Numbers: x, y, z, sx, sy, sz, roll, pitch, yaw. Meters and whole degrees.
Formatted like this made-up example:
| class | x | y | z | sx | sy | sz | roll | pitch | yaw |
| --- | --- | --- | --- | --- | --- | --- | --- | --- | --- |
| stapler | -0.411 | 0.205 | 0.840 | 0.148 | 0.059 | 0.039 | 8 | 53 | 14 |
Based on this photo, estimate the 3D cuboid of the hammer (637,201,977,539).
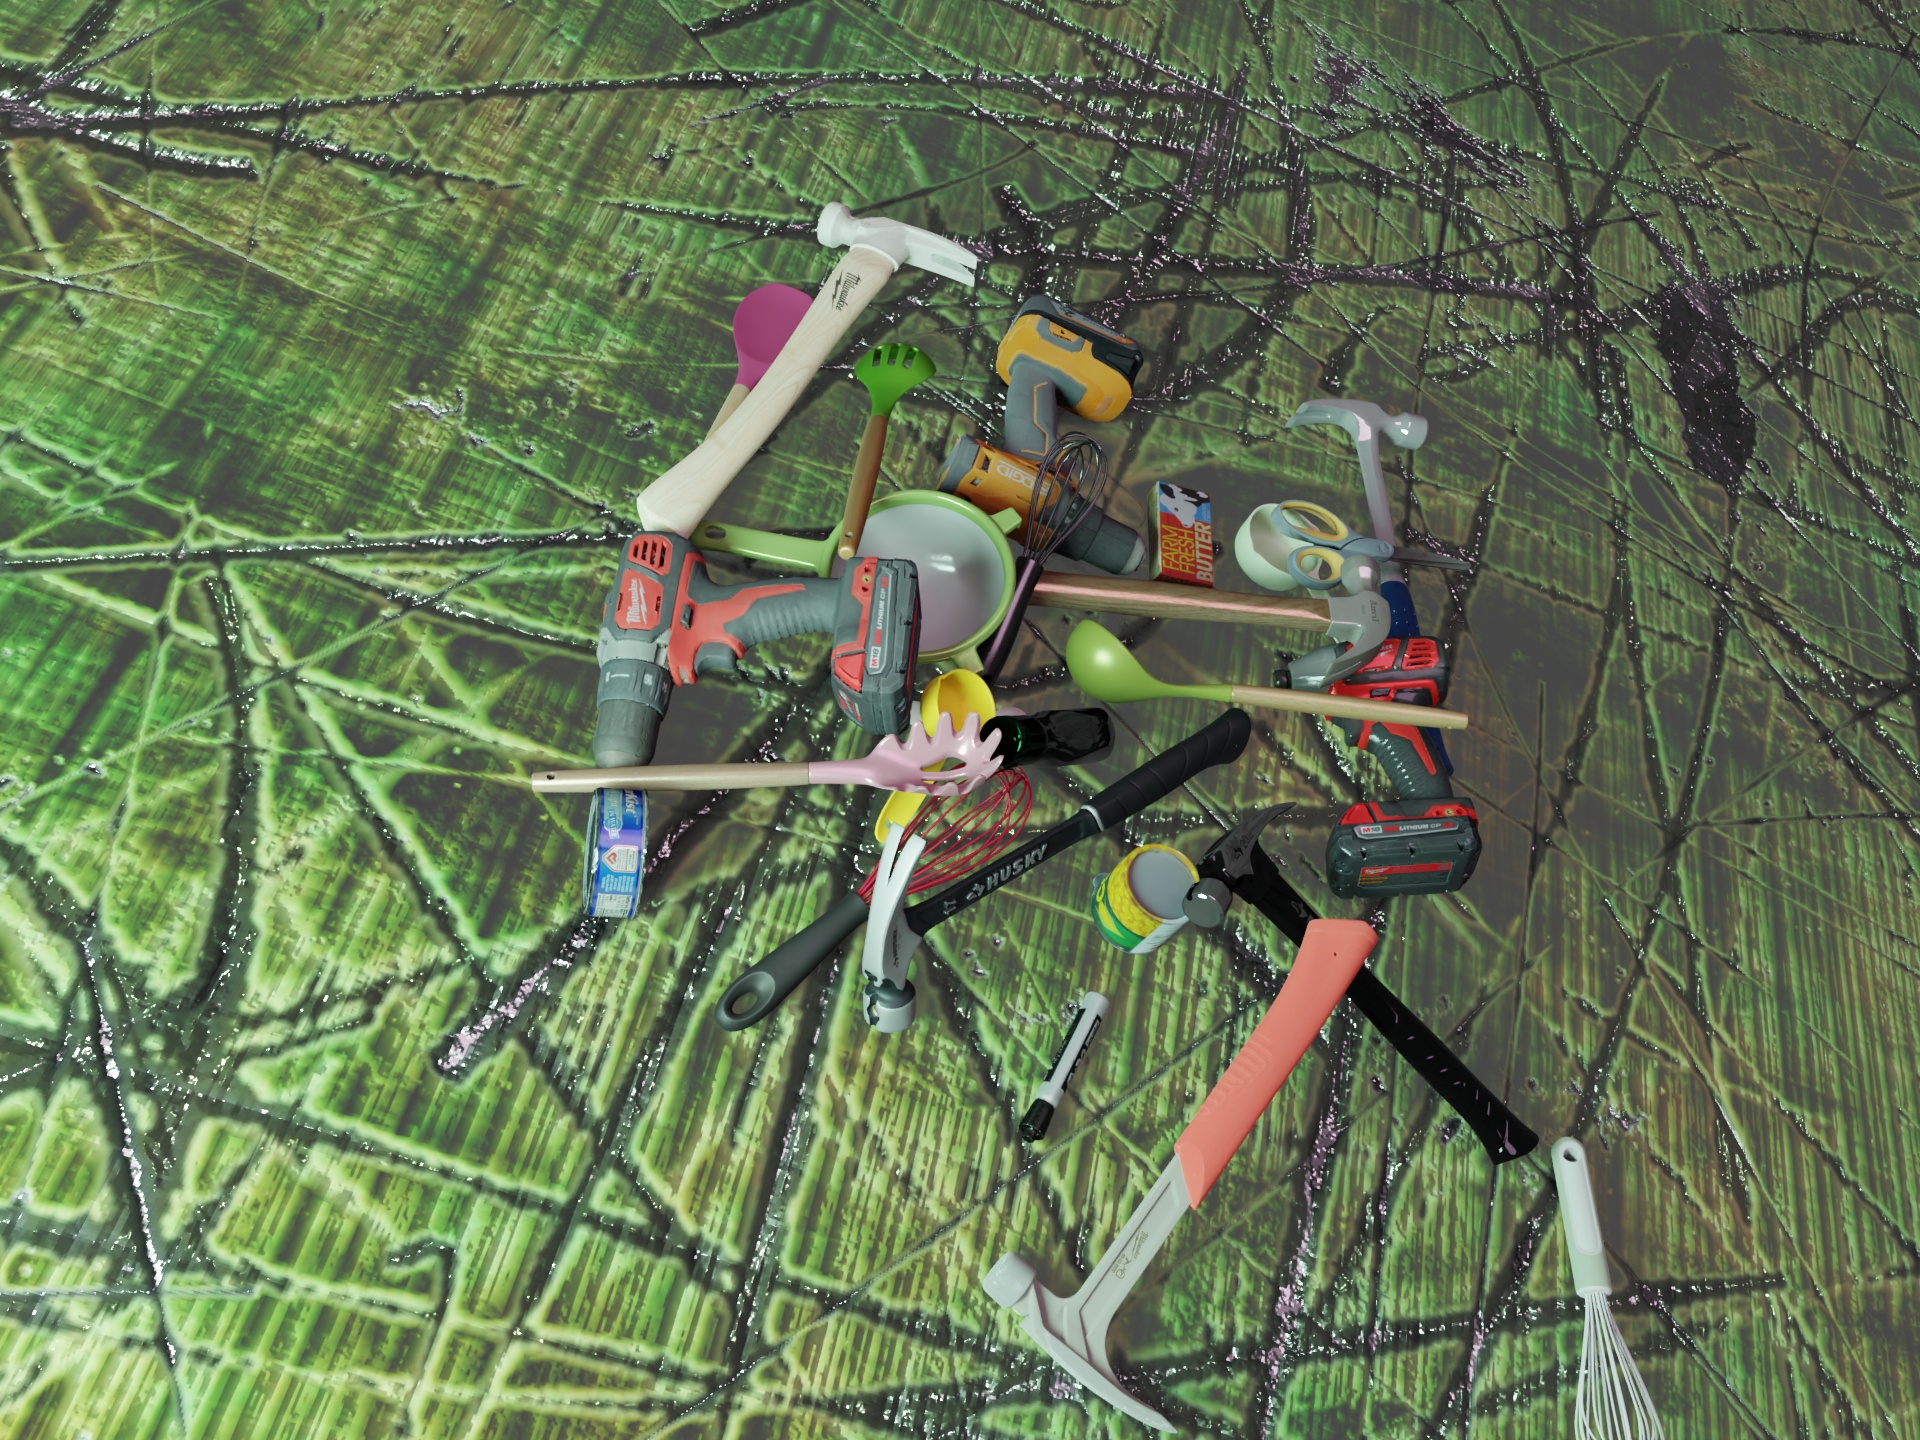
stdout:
| class | x | y | z | sx | sy | sz | roll | pitch | yaw |
| --- | --- | --- | --- | --- | --- | --- | --- | --- | --- |
| hammer | -0.129 | -0.281 | 1.291 | 0.146 | 0.038 | 0.411 | 22 | 55 | 11 |

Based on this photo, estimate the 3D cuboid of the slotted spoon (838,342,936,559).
| class | x | y | z | sx | sy | sz | roll | pitch | yaw |
| --- | --- | --- | --- | --- | --- | --- | --- | --- | --- |
| slotted spoon | -0.067 | -0.225 | 1.272 | 0.070 | 0.031 | 0.314 | 3 | 42 | 5 |

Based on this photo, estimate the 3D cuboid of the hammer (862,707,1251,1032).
| class | x | y | z | sx | sy | sz | roll | pitch | yaw |
| --- | --- | --- | --- | --- | --- | --- | --- | --- | --- |
| hammer | 0.084 | 0.074 | 1.164 | 0.036 | 0.149 | 0.409 | 28 | 40 | 36 |

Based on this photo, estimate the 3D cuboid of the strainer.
| class | x | y | z | sx | sy | sz | roll | pitch | yaw |
| --- | --- | --- | --- | --- | --- | --- | --- | --- | --- |
| strainer | -0.085 | -0.110 | 1.238 | 0.256 | 0.069 | 0.152 | 12 | 66 | 6 |

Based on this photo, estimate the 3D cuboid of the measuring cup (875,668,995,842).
| class | x | y | z | sx | sy | sz | roll | pitch | yaw |
| --- | --- | --- | --- | --- | --- | --- | --- | --- | --- |
| measuring cup | -0.027 | 0.028 | 1.132 | 0.062 | 0.029 | 0.157 | 48 | 55 | -22 |

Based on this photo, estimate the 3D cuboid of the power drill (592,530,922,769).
| class | x | y | z | sx | sy | sz | roll | pitch | yaw |
| --- | --- | --- | --- | --- | --- | --- | --- | --- | --- |
| power drill | -0.148 | -0.039 | 1.127 | 0.226 | 0.080 | 0.188 | 4 | 66 | 4 |

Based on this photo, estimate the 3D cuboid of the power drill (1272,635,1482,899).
| class | x | y | z | sx | sy | sz | roll | pitch | yaw |
| --- | --- | --- | --- | --- | --- | --- | --- | --- | --- |
| power drill | 0.336 | 0.029 | 1.291 | 0.143 | 0.078 | 0.220 | -4 | 56 | 4 |

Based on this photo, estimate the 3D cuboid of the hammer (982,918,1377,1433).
| class | x | y | z | sx | sy | sz | roll | pitch | yaw |
| --- | --- | --- | --- | --- | --- | --- | --- | --- | --- |
| hammer | 0.178 | 0.281 | 1.062 | 0.149 | 0.036 | 0.359 | 39 | 71 | 5 |

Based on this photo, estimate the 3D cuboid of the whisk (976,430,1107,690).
| class | x | y | z | sx | sy | sz | roll | pitch | yaw |
| --- | --- | --- | --- | --- | --- | --- | --- | --- | --- |
| whisk | 0.056 | -0.122 | 1.261 | 0.055 | 0.055 | 0.239 | 26 | 80 | -6 |

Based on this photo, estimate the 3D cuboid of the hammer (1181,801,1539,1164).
| class | x | y | z | sx | sy | sz | roll | pitch | yaw |
| --- | --- | --- | --- | --- | --- | --- | --- | --- | --- |
| hammer | 0.309 | 0.204 | 1.184 | 0.334 | 0.035 | 0.146 | 45 | 44 | -4 |

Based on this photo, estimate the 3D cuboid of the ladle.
| class | x | y | z | sx | sy | sz | roll | pitch | yaw |
| --- | --- | --- | --- | --- | --- | --- | --- | --- | --- |
| ladle | 0.242 | -0.030 | 1.260 | 0.320 | 0.078 | 0.062 | 7 | 76 | 2 |

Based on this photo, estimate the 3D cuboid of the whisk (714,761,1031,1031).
| class | x | y | z | sx | sy | sz | roll | pitch | yaw |
| --- | --- | --- | --- | --- | --- | --- | --- | --- | --- |
| whisk | -0.056 | 0.118 | 1.111 | 0.296 | 0.073 | 0.073 | -39 | 80 | -28 |

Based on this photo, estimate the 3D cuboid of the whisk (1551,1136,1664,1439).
| class | x | y | z | sx | sy | sz | roll | pitch | yaw |
| --- | --- | --- | --- | --- | --- | --- | --- | --- | --- |
| whisk | 0.457 | 0.418 | 1.142 | 0.058 | 0.059 | 0.247 | -3 | 54 | 8 |

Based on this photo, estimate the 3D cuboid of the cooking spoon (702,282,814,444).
| class | x | y | z | sx | sy | sz | roll | pitch | yaw |
| --- | --- | --- | --- | --- | --- | --- | --- | --- | --- |
| cooking spoon | -0.188 | -0.252 | 1.299 | 0.068 | 0.017 | 0.319 | 21 | 55 | -3 |

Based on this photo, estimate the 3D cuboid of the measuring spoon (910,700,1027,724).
| class | x | y | z | sx | sy | sz | roll | pitch | yaw |
| --- | --- | --- | --- | --- | --- | --- | --- | --- | --- |
| measuring spoon | -0.002 | -0.004 | 1.225 | 0.124 | 0.018 | 0.034 | 9 | 59 | -16 |

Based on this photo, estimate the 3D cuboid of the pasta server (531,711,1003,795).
| class | x | y | z | sx | sy | sz | roll | pitch | yaw |
| --- | --- | --- | --- | --- | --- | --- | --- | --- | --- |
| pasta server | -0.130 | 0.032 | 1.074 | 0.316 | 0.040 | 0.060 | -2 | 54 | -4 |

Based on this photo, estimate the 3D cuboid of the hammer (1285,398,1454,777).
| class | x | y | z | sx | sy | sz | roll | pitch | yaw |
| --- | --- | --- | --- | --- | --- | --- | --- | --- | --- |
| hammer | 0.386 | -0.131 | 1.444 | 0.144 | 0.035 | 0.406 | 9 | 58 | -17 |

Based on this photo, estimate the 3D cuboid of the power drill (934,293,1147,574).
| class | x | y | z | sx | sy | sz | roll | pitch | yaw |
| --- | --- | --- | --- | --- | --- | --- | --- | --- | --- |
| power drill | 0.092 | -0.238 | 1.367 | 0.185 | 0.084 | 0.226 | 25 | 59 | -9 |

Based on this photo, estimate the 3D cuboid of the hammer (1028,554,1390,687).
| class | x | y | z | sx | sy | sz | roll | pitch | yaw |
| --- | --- | --- | --- | --- | --- | --- | --- | --- | --- |
| hammer | 0.188 | -0.094 | 1.302 | 0.331 | 0.031 | 0.130 | 5 | 51 | -3 |

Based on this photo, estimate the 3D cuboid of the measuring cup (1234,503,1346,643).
| class | x | y | z | sx | sy | sz | roll | pitch | yaw |
| --- | --- | --- | --- | --- | --- | --- | --- | --- | --- |
| measuring cup | 0.300 | -0.112 | 1.400 | 0.083 | 0.038 | 0.168 | -20 | 74 | -31 |
